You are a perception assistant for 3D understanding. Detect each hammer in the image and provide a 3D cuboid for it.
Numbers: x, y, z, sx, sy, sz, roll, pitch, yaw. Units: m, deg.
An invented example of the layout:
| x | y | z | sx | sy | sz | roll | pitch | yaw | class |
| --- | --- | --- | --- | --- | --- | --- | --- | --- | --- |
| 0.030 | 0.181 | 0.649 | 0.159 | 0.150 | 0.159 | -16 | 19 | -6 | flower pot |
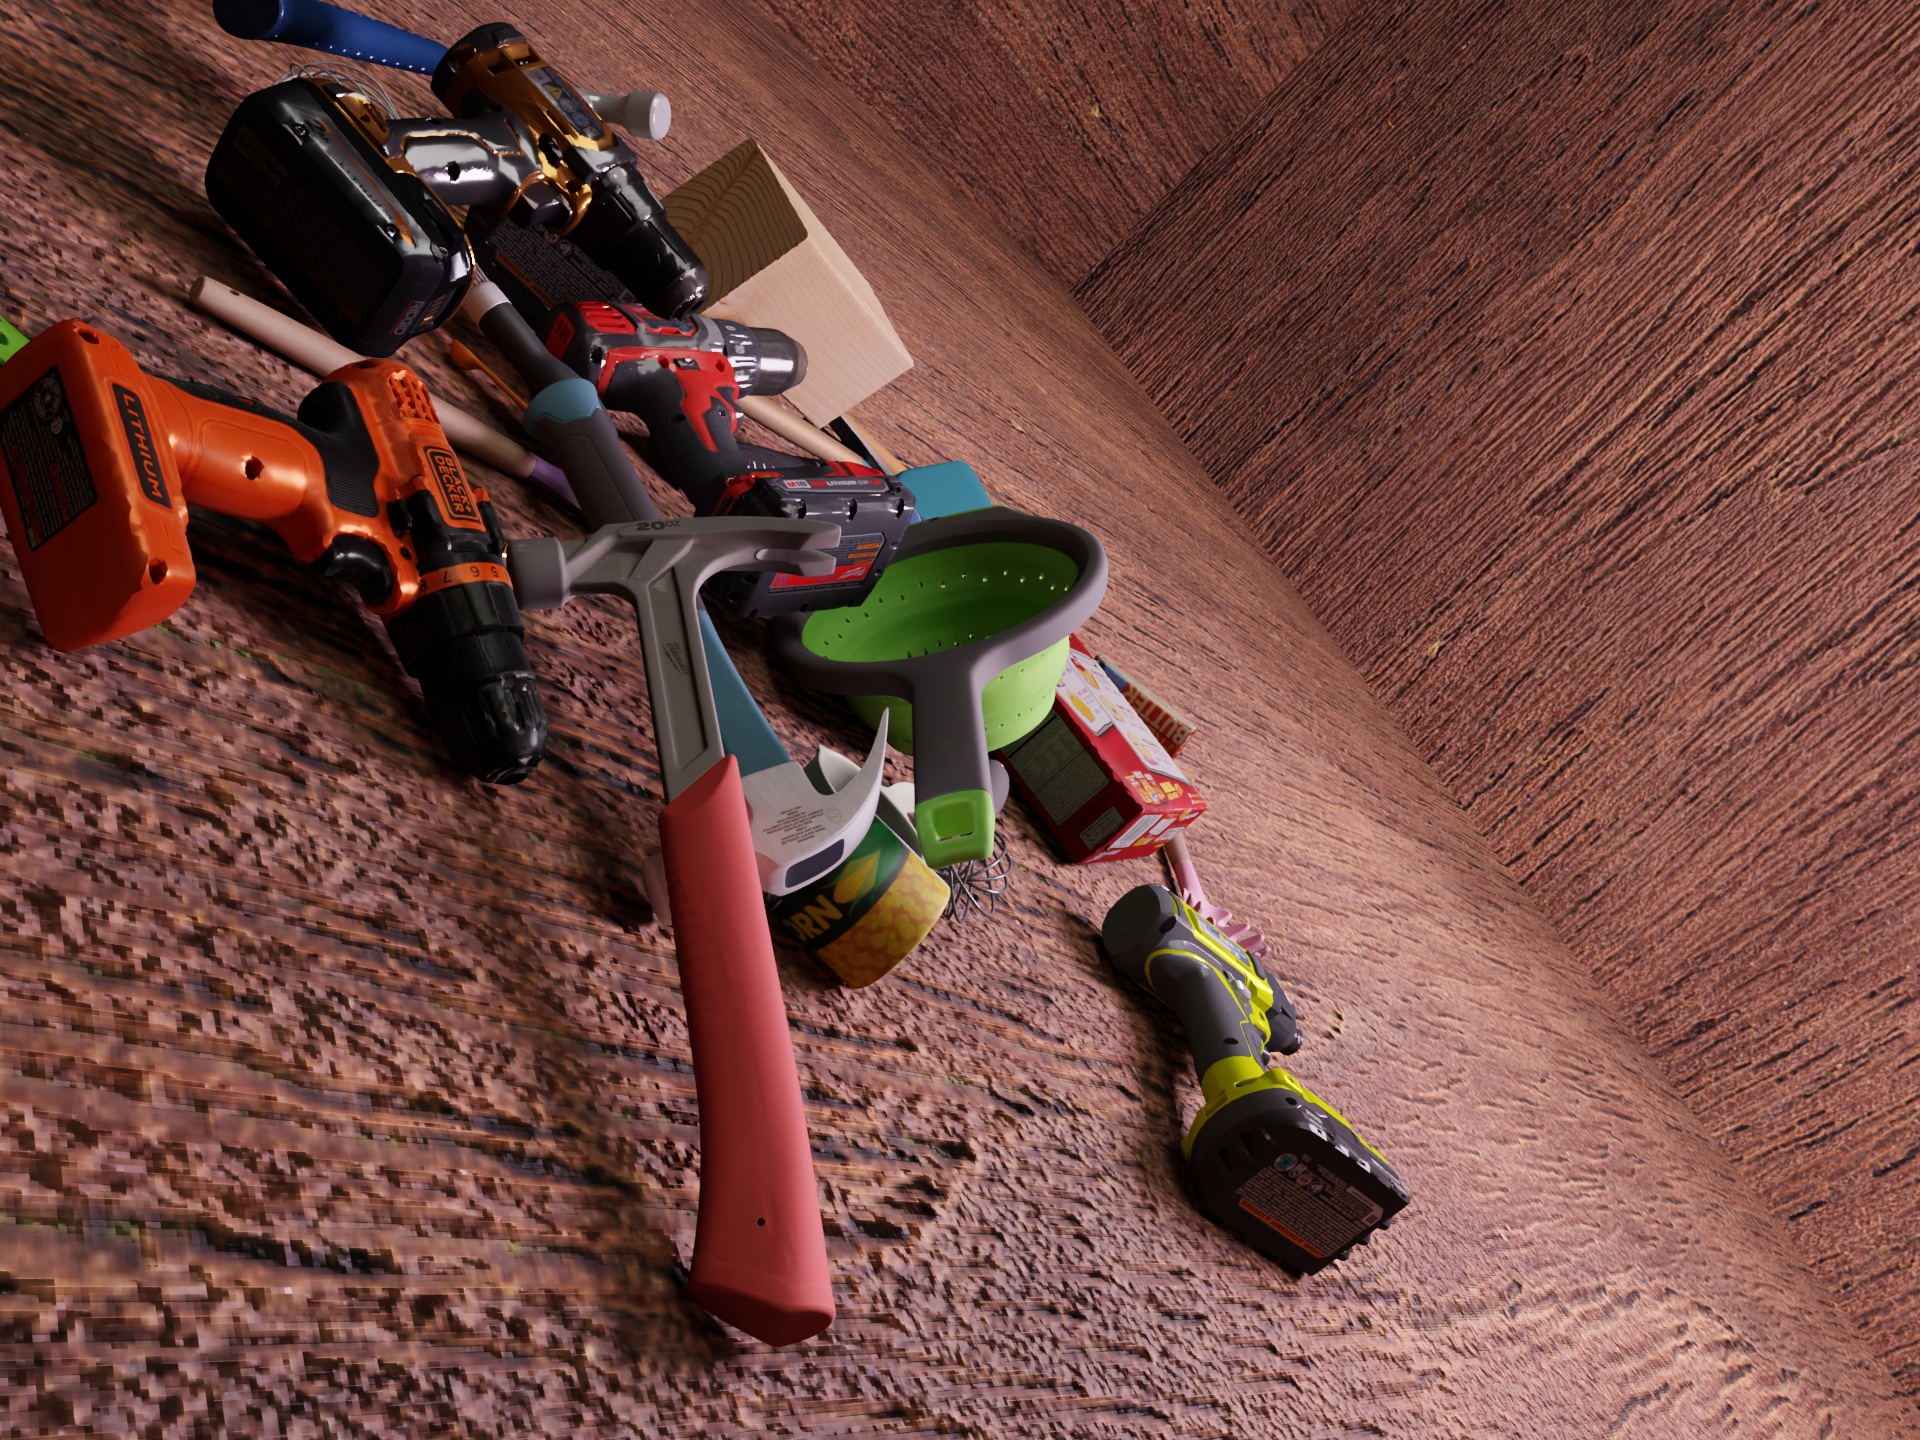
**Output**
| x | y | z | sx | sy | sz | roll | pitch | yaw | class |
| --- | --- | --- | --- | --- | --- | --- | --- | --- | --- |
| -0.336 | -0.425 | 1.032 | 0.144 | 0.035 | 0.405 | 13 | 16 | 11 | hammer |
| -0.124 | -0.182 | 1.139 | 0.146 | 0.035 | 0.334 | 52 | 19 | 10 | hammer |
| -0.088 | 0.056 | 0.621 | 0.149 | 0.036 | 0.359 | -5 | 52 | -17 | hammer |
| -0.139 | -0.054 | 0.753 | 0.128 | 0.033 | 0.331 | -17 | 54 | -23 | hammer |

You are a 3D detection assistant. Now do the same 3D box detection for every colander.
| x | y | z | sx | sy | sz | roll | pitch | yaw | class |
| --- | --- | --- | --- | --- | --- | --- | --- | --- | --- |
| -0.001 | -0.003 | 0.889 | 0.397 | 0.204 | 0.094 | -95 | 171 | -62 | colander |

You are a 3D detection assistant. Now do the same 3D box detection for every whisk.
| x | y | z | sx | sy | sz | roll | pitch | yaw | class |
| --- | --- | --- | --- | --- | --- | --- | --- | --- | --- |
| -0.282 | -0.255 | 0.880 | 0.284 | 0.070 | 0.070 | 49 | 18 | 3 | whisk |
| 0.011 | 0.062 | 0.936 | 0.055 | 0.055 | 0.239 | 46 | 14 | -6 | whisk |

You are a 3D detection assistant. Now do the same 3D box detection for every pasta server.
| x | y | z | sx | sy | sz | roll | pitch | yaw | class |
| --- | --- | --- | --- | --- | --- | --- | --- | --- | --- |
| 0.174 | 0.094 | 1.252 | 0.060 | 0.040 | 0.316 | 29 | 23 | -21 | pasta server |

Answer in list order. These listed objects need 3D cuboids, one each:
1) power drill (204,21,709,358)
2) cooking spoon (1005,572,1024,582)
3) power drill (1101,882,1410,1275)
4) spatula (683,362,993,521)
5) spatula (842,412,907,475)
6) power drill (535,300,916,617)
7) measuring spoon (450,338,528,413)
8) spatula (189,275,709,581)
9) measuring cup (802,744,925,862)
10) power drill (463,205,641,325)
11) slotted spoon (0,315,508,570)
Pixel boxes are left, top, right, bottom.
| x | y | z | sx | sy | sz | roll | pitch | yaw | class |
| --- | --- | --- | --- | --- | --- | --- | --- | --- | --- |
| -0.244 | -0.263 | 0.828 | 0.185 | 0.084 | 0.226 | 48 | 38 | -7 | power drill |
| 0.014 | -0.121 | 1.201 | 0.068 | 0.017 | 0.319 | 16 | 8 | -15 | cooking spoon |
| 0.179 | 0.213 | 0.968 | 0.171 | 0.080 | 0.223 | 38 | 18 | -27 | power drill |
| -0.084 | -0.201 | 1.143 | 0.317 | 0.044 | 0.082 | 22 | 37 | -52 | spatula |
| -0.092 | -0.253 | 1.327 | 0.322 | 0.041 | 0.081 | 42 | 18 | -6 | spatula |
| -0.124 | -0.167 | 0.943 | 0.188 | 0.080 | 0.227 | -11 | 52 | -47 | power drill |
| -0.237 | -0.165 | 0.865 | 0.117 | 0.011 | 0.021 | 44 | -5 | 6 | measuring spoon |
| -0.241 | -0.140 | 0.813 | 0.315 | 0.018 | 0.060 | 28 | 22 | -48 | spatula |
| -0.048 | 0.054 | 0.843 | 0.083 | 0.038 | 0.167 | 48 | 9 | 7 | measuring cup |
| -0.236 | -0.314 | 1.089 | 0.190 | 0.080 | 0.229 | 42 | 17 | -18 | power drill |
| -0.286 | -0.104 | 0.629 | 0.313 | 0.031 | 0.070 | 21 | 37 | -57 | slotted spoon |
